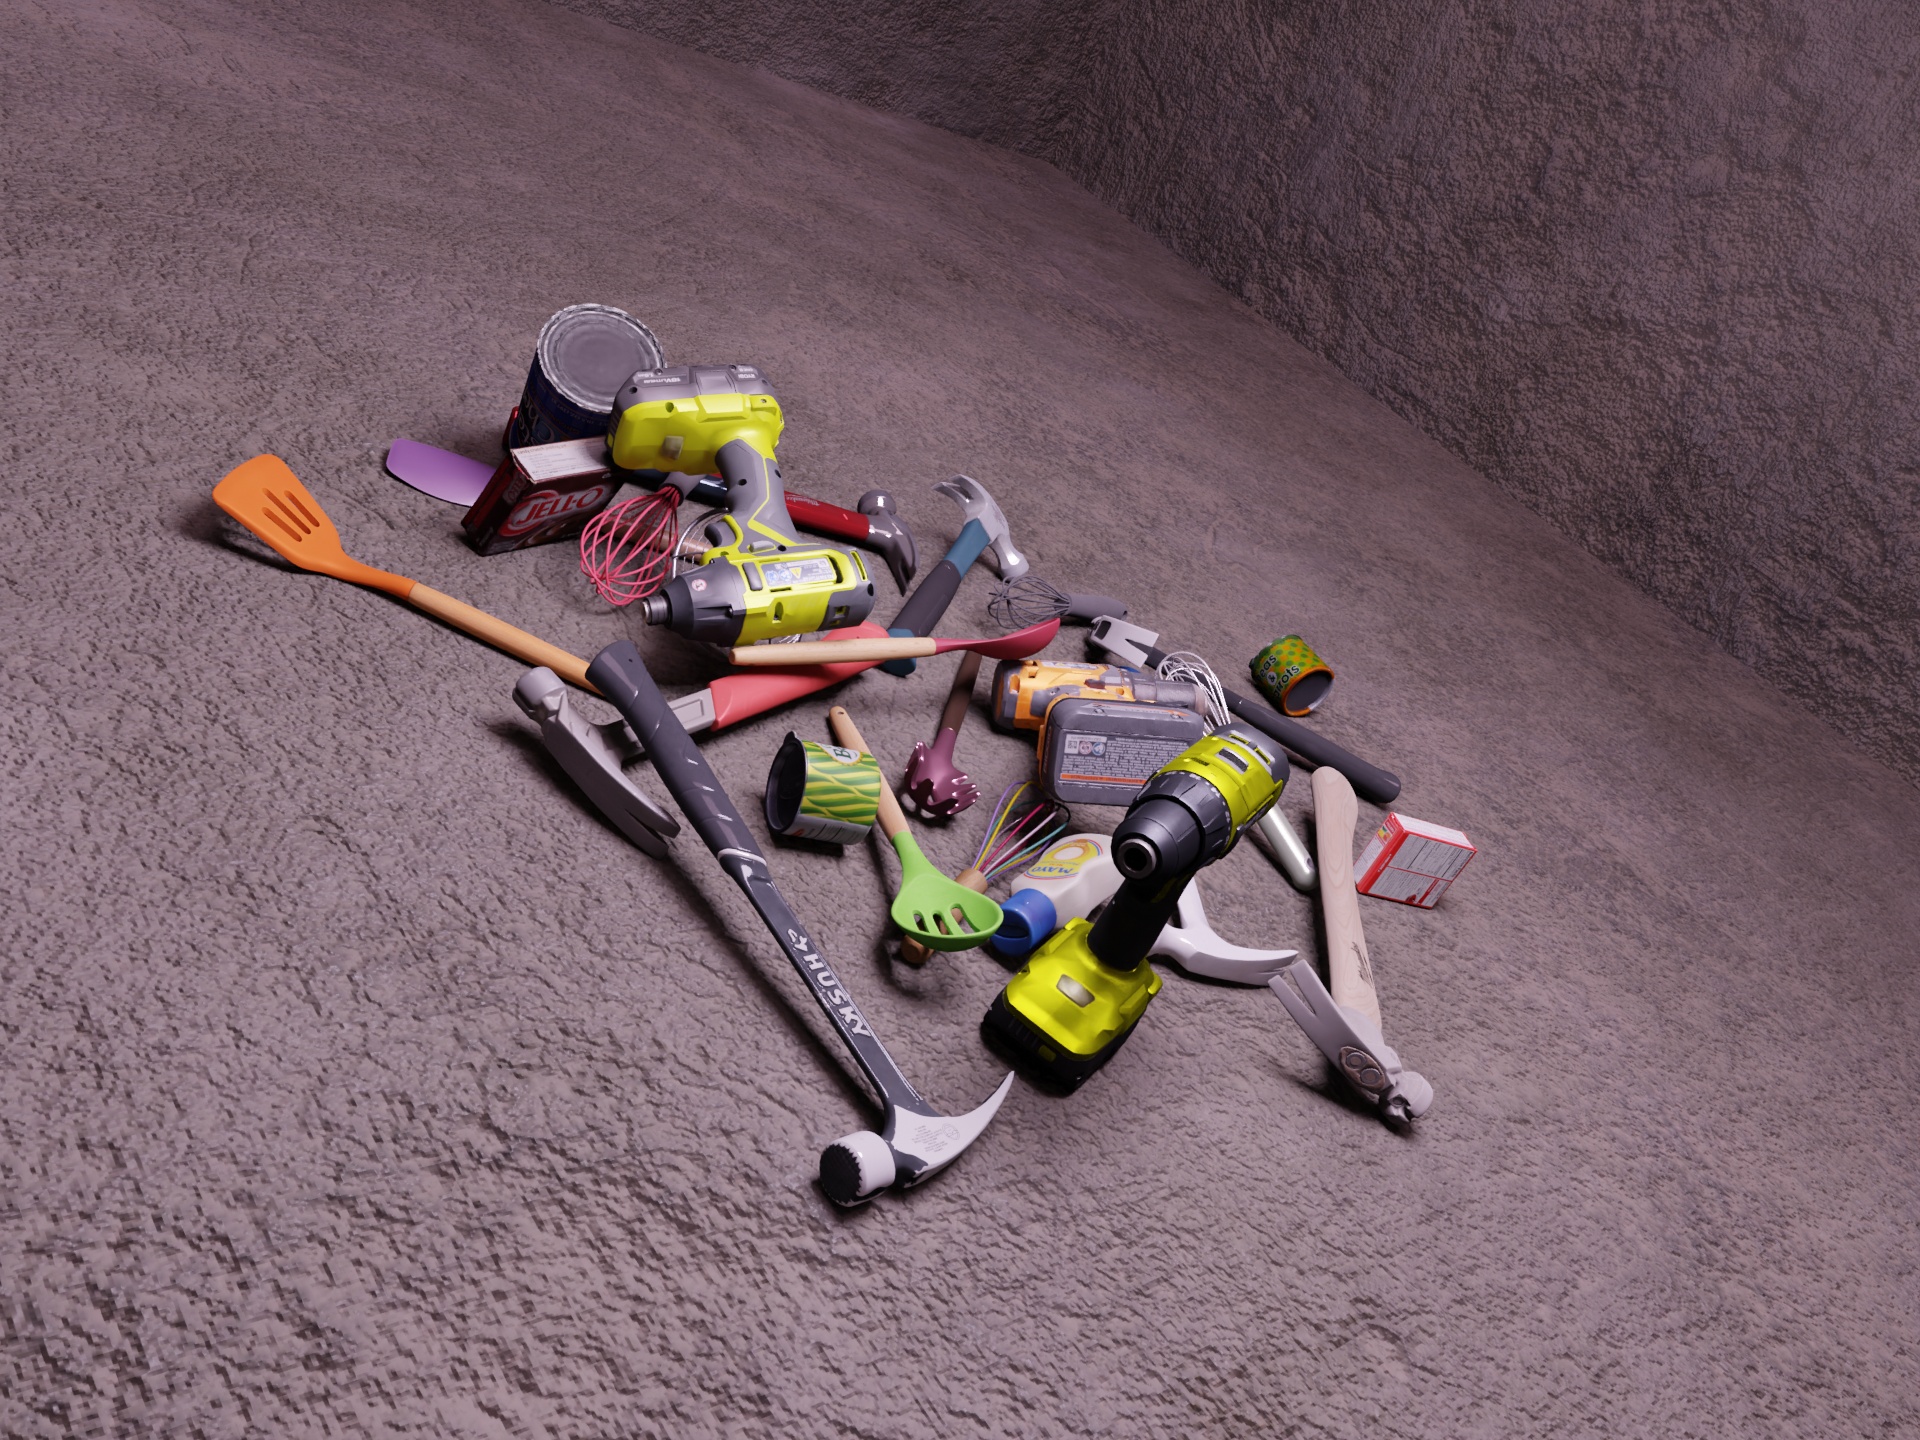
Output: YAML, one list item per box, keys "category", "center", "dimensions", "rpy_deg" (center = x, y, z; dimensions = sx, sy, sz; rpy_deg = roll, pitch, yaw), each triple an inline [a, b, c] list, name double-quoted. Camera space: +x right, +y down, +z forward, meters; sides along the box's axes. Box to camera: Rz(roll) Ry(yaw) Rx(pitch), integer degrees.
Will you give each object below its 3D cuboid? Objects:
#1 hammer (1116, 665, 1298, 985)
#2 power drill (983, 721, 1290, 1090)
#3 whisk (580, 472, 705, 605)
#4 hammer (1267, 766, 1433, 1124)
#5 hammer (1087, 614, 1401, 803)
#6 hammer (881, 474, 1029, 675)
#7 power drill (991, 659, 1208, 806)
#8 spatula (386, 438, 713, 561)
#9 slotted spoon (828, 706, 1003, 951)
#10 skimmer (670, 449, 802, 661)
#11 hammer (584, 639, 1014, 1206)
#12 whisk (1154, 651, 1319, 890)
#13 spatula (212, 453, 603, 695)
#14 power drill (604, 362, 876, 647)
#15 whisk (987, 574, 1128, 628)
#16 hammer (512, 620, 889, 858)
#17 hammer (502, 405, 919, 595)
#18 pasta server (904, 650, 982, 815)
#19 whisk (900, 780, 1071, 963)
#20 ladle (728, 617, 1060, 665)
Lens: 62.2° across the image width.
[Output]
- category: "hammer"
  center: [0.172, 0.073, 1.326]
  dimensions: [0.144, 0.035, 0.406]
  rpy_deg: [20, 28, -15]
- category: "power drill"
  center: [0.105, 0.116, 0.982]
  dimensions: [0.080, 0.228, 0.190]
  rpy_deg: [36, 28, 15]
- category: "whisk"
  center: [-0.246, -0.179, 1.313]
  dimensions: [0.073, 0.073, 0.296]
  rpy_deg: [25, 32, -6]
- category: "hammer"
  center: [0.298, 0.139, 1.271]
  dimensions: [0.146, 0.038, 0.411]
  rpy_deg: [46, 24, -14]
- category: "hammer"
  center: [0.279, -0.008, 1.529]
  dimensions: [0.334, 0.035, 0.146]
  rpy_deg: [29, 3, -9]
- category: "hammer"
  center: [-0.013, -0.129, 1.465]
  dimensions: [0.128, 0.033, 0.331]
  rpy_deg: [60, 28, -18]
- category: "power drill"
  center: [0.131, 0.003, 1.281]
  dimensions: [0.185, 0.084, 0.226]
  rpy_deg: [4, 14, -10]
- category: "spatula"
  center: [-0.311, -0.168, 1.313]
  dimensions: [0.315, 0.018, 0.060]
  rpy_deg: [16, 42, -22]
- category: "slotted spoon"
  center: [-0.046, 0.070, 1.111]
  dimensions: [0.070, 0.031, 0.314]
  rpy_deg: [-6, 31, -18]
- category: "skimmer"
  center: [-0.189, -0.179, 1.367]
  dimensions: [0.127, 0.090, 0.364]
  rpy_deg: [34, 21, -27]
- category: "hammer"
  center: [-0.118, 0.100, 0.965]
  dimensions: [0.149, 0.036, 0.409]
  rpy_deg: [-4, 49, -49]
- category: "whisk"
  center: [0.241, 0.043, 1.389]
  dimensions: [0.057, 0.059, 0.246]
  rpy_deg: [5, 50, -54]
- category: "spatula"
  center: [-0.357, -0.086, 1.108]
  dimensions: [0.322, 0.041, 0.081]
  rpy_deg: [26, 30, -6]
- category: "power drill"
  center: [-0.179, -0.158, 1.190]
  dimensions: [0.171, 0.080, 0.223]
  rpy_deg: [-10, 61, -28]
- category: "whisk"
  center: [0.101, -0.111, 1.557]
  dimensions: [0.055, 0.055, 0.238]
  rpy_deg: [44, 23, 27]
- category: "hammer"
  center: [-0.151, -0.012, 1.155]
  dimensions: [0.149, 0.036, 0.359]
  rpy_deg: [45, 31, 12]
- category: "hammer"
  center: [-0.218, -0.205, 1.441]
  dimensions: [0.386, 0.038, 0.143]
  rpy_deg: [13, 33, -27]
- category: "pasta server"
  center: [-0.002, -0.004, 1.297]
  dimensions: [0.060, 0.040, 0.316]
  rpy_deg: [37, 25, -9]
- category: "whisk"
  center: [0.020, 0.108, 1.128]
  dimensions: [0.051, 0.047, 0.245]
  rpy_deg: [23, 30, 15]
- category: "ladle"
  center: [-0.043, -0.057, 1.239]
  dimensions: [0.315, 0.069, 0.031]
  rpy_deg: [-6, 83, -40]
